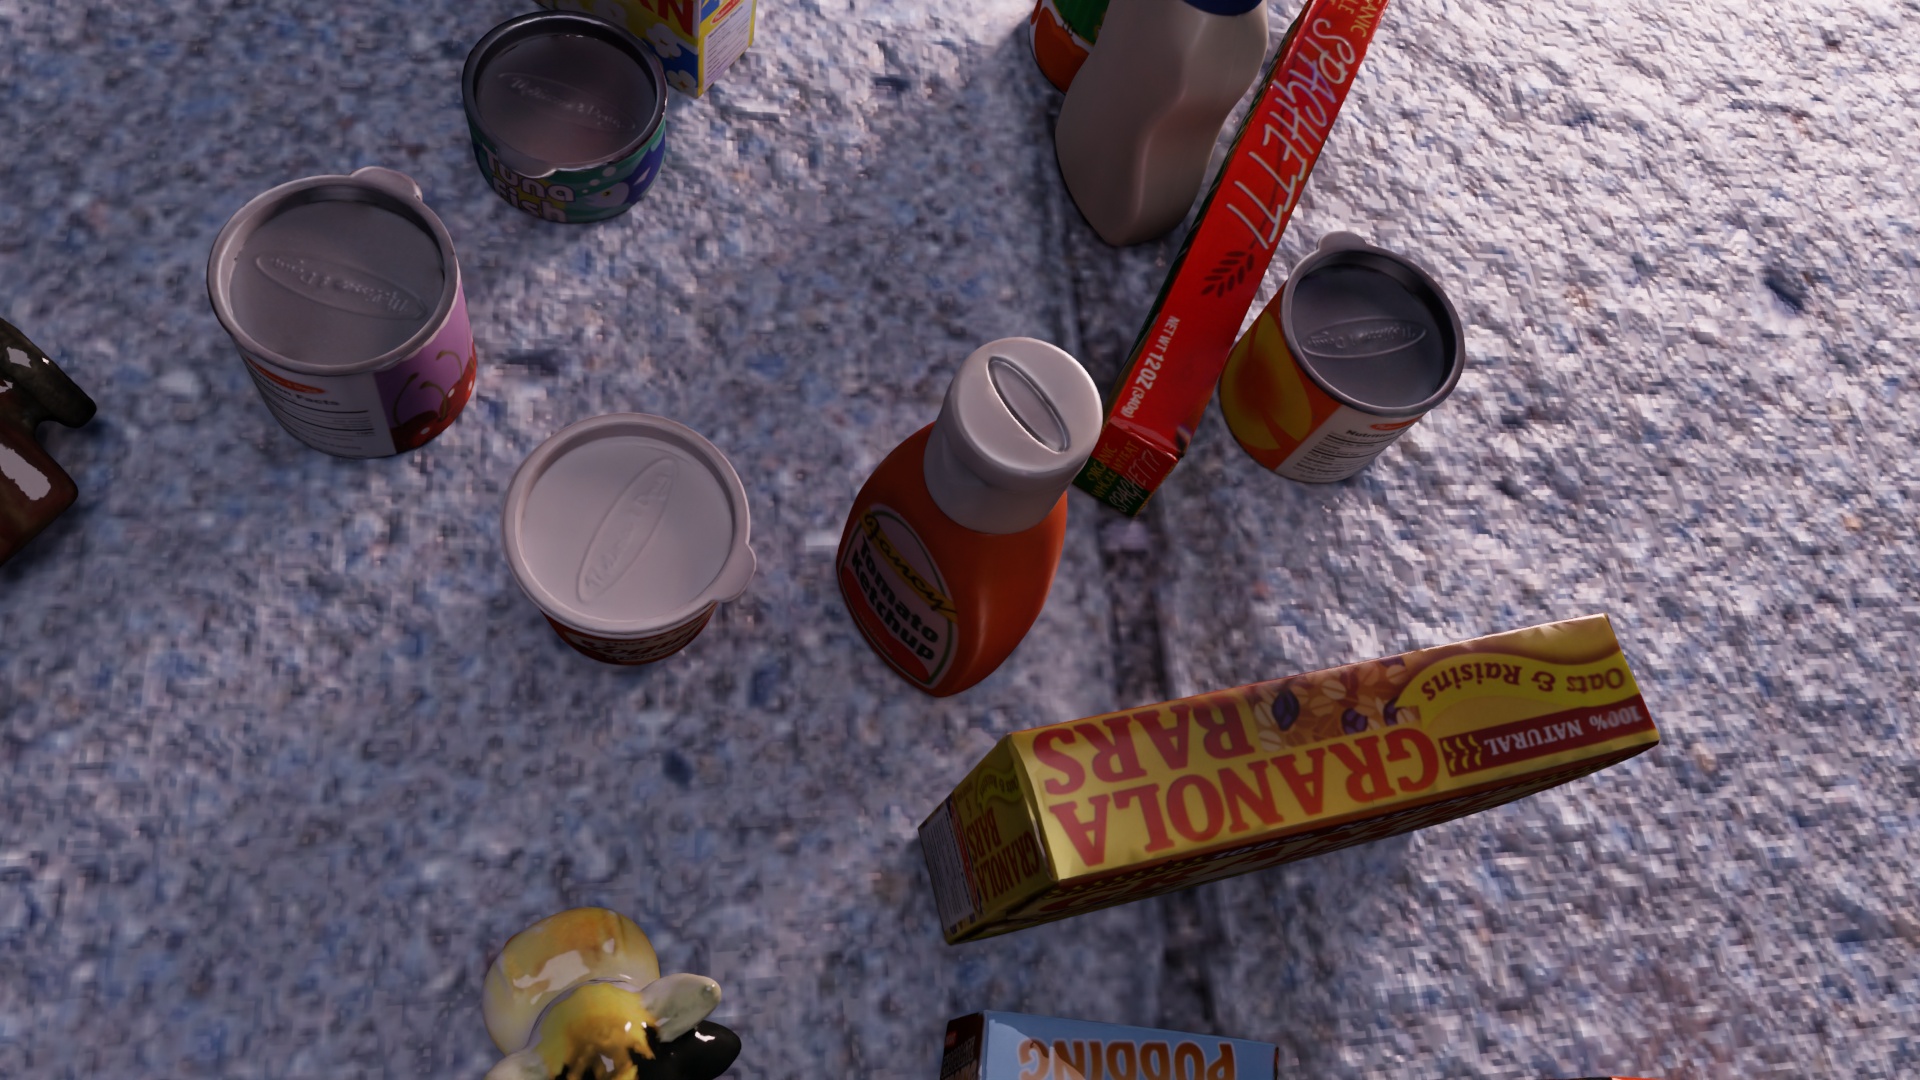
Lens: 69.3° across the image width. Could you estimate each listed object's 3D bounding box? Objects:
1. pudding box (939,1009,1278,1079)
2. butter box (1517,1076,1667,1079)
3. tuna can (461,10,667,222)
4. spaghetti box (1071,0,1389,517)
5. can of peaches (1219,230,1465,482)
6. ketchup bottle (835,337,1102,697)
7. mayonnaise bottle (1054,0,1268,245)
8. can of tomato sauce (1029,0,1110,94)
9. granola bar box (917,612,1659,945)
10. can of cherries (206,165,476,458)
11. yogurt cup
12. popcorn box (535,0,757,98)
[{"bbox_3d":[0.039,0.150,0.381,0.084,0.049,0.030,9,67,-9],"label":"pudding box"},{"bbox_3d":[0.222,0.174,0.410,0.103,0.053,0.024,8,67,-9],"label":"butter box"},{"bbox_3d":[-0.135,-0.142,0.474,0.071,0.032,0.071,4,67,-11],"label":"tuna can"},{"bbox_3d":[0.105,-0.121,0.509,0.029,0.050,0.251,28,65,0],"label":"spaghetti box"},{"bbox_3d":[0.131,-0.062,0.486,0.071,0.057,0.071,4,67,-11],"label":"can of peaches"},{"bbox_3d":[0.001,-0.005,0.383,0.044,0.148,0.065,-34,79,-22],"label":"ketchup bottle"},{"bbox_3d":[0.072,-0.164,0.465,0.041,0.147,0.065,-16,73,-18],"label":"mayonnaise bottle"},{"bbox_3d":[0.067,-0.211,0.520,0.071,0.082,0.071,4,67,-11],"label":"can of tomato sauce"},{"bbox_3d":[0.081,0.069,0.383,0.166,0.123,0.039,-9,71,-16],"label":"granola bar box"},{"bbox_3d":[-0.181,-0.068,0.418,0.071,0.058,0.072,4,67,-11],"label":"can of cherries"},{"bbox_3d":[-0.098,0.004,0.410,0.072,0.053,0.072,4,67,-11],"label":"yogurt cup"},{"bbox_3d":[-0.132,-0.222,0.479,0.127,0.085,0.038,32,65,2],"label":"popcorn box"}]
